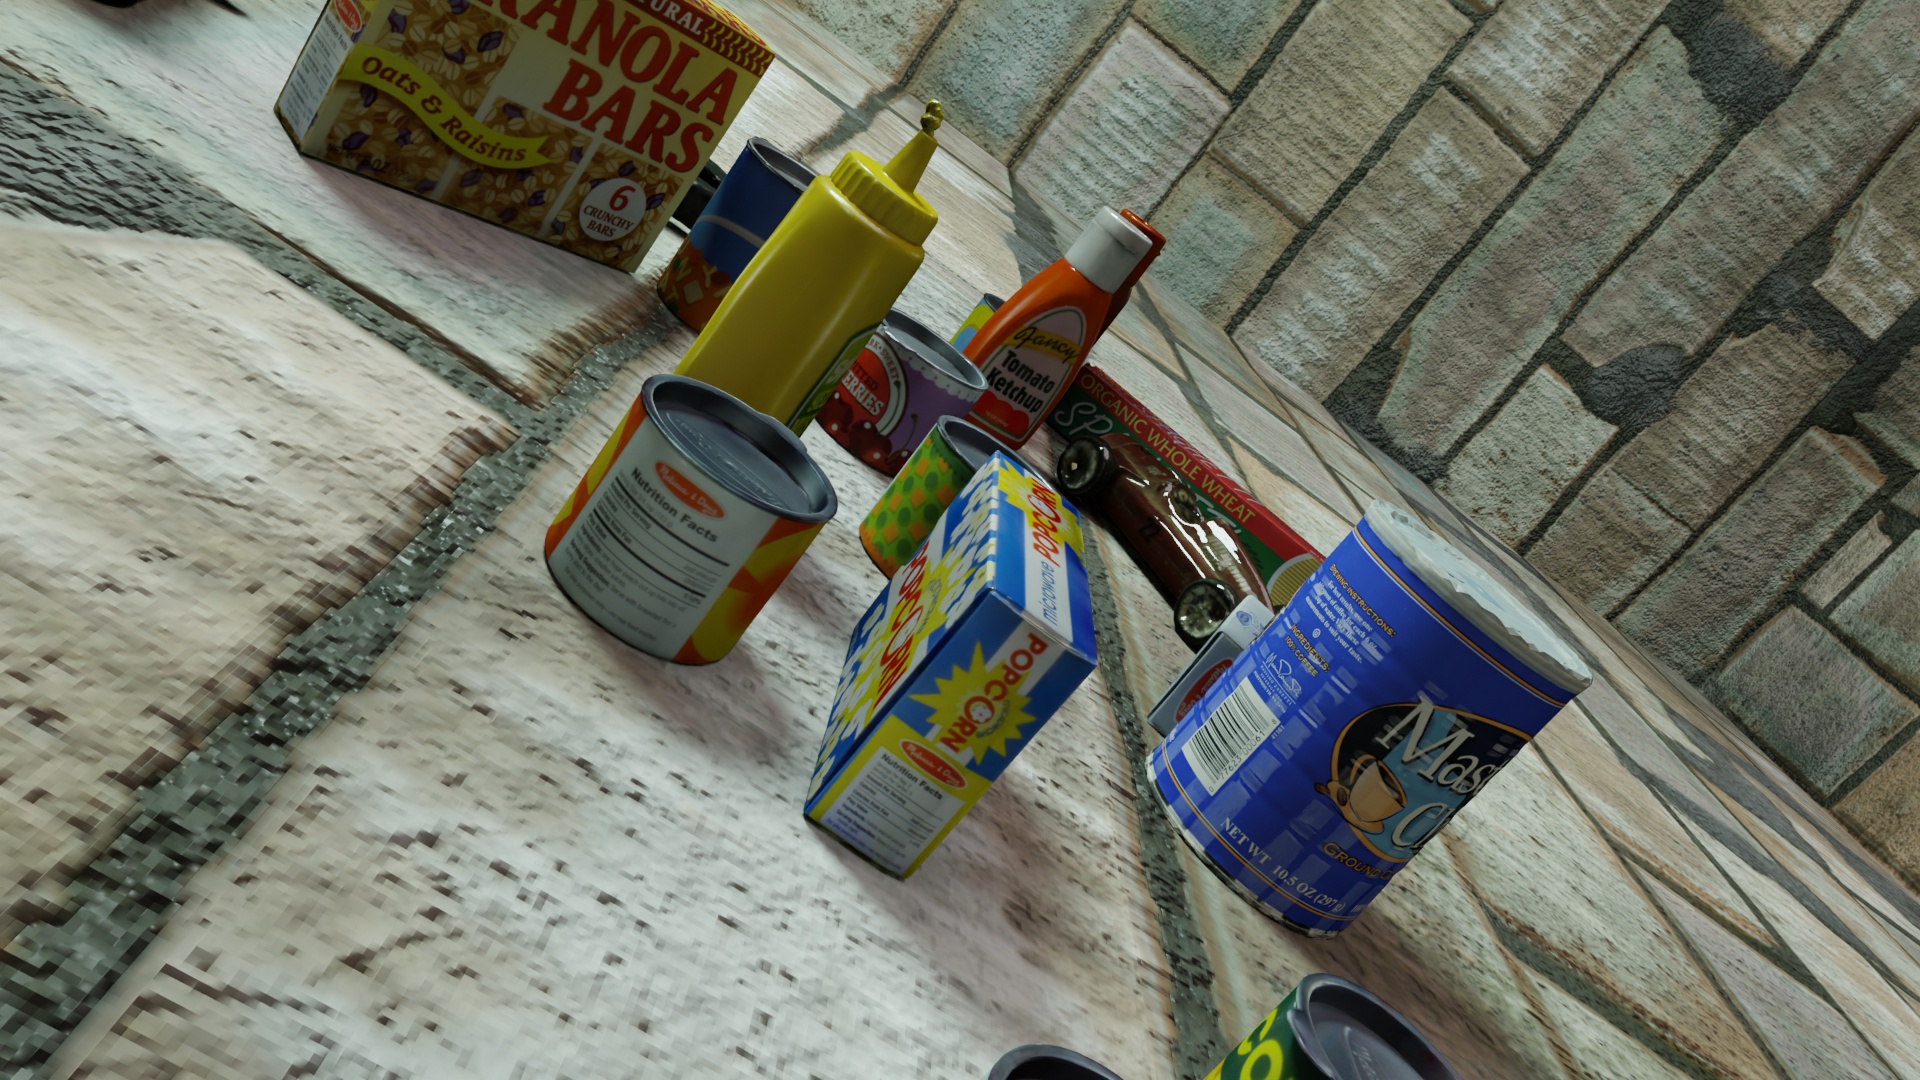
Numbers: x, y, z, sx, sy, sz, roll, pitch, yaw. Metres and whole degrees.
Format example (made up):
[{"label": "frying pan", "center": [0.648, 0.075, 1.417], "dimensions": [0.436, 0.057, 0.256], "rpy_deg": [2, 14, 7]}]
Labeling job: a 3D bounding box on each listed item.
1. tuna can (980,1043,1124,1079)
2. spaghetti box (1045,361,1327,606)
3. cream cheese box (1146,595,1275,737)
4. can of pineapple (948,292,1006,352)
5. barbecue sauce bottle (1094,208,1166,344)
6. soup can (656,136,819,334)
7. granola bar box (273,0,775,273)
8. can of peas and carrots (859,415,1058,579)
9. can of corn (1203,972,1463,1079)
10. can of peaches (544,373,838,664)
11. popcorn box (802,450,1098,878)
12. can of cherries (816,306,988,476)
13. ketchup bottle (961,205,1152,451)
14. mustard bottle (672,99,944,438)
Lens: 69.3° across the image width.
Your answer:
[{"label": "tuna can", "center": [0.024, 0.142, 0.281], "dimensions": [0.071, 0.032, 0.071], "rpy_deg": [34, 18, -12]}, {"label": "spaghetti box", "center": [0.164, -0.026, 0.947], "dimensions": [0.250, 0.050, 0.029], "rpy_deg": [42, 17, 11]}, {"label": "cream cheese box", "center": [0.119, 0.059, 0.643], "dimensions": [0.024, 0.053, 0.104], "rpy_deg": [41, 18, 10]}, {"label": "can of pineapple", "center": [0.026, -0.114, 0.885], "dimensions": [0.071, 0.057, 0.071], "rpy_deg": [34, 18, -12]}, {"label": "barbecue sauce bottle", "center": [0.079, -0.152, 0.935], "dimensions": [0.043, 0.148, 0.065], "rpy_deg": [36, 17, -9]}, {"label": "soup can", "center": [-0.097, -0.139, 0.665], "dimensions": [0.071, 0.083, 0.071], "rpy_deg": [34, 18, -12]}, {"label": "granola bar box", "center": [-0.175, -0.193, 0.578], "dimensions": [0.039, 0.124, 0.165], "rpy_deg": [48, 20, 30]}, {"label": "can of peas and carrots", "center": [0.002, -0.007, 0.569], "dimensions": [0.071, 0.058, 0.071], "rpy_deg": [34, 18, -12]}, {"label": "can of corn", "center": [0.089, 0.151, 0.343], "dimensions": [0.071, 0.058, 0.071], "rpy_deg": [34, 18, -12]}, {"label": "can of peaches", "center": [-0.078, -0.006, 0.411], "dimensions": [0.071, 0.058, 0.071], "rpy_deg": [34, 18, -12]}, {"label": "popcorn box", "center": [-0.001, 0.032, 0.422], "dimensions": [0.038, 0.085, 0.127], "rpy_deg": [35, 18, -10]}, {"label": "can of cherries", "center": [-0.031, -0.071, 0.665], "dimensions": [0.071, 0.058, 0.072], "rpy_deg": [34, 18, -12]}, {"label": "ketchup bottle", "center": [0.052, -0.126, 0.817], "dimensions": [0.064, 0.148, 0.044], "rpy_deg": [30, 19, -24]}, {"label": "mustard bottle", "center": [-0.052, -0.086, 0.492], "dimensions": [0.049, 0.159, 0.065], "rpy_deg": [38, 17, -2]}]
